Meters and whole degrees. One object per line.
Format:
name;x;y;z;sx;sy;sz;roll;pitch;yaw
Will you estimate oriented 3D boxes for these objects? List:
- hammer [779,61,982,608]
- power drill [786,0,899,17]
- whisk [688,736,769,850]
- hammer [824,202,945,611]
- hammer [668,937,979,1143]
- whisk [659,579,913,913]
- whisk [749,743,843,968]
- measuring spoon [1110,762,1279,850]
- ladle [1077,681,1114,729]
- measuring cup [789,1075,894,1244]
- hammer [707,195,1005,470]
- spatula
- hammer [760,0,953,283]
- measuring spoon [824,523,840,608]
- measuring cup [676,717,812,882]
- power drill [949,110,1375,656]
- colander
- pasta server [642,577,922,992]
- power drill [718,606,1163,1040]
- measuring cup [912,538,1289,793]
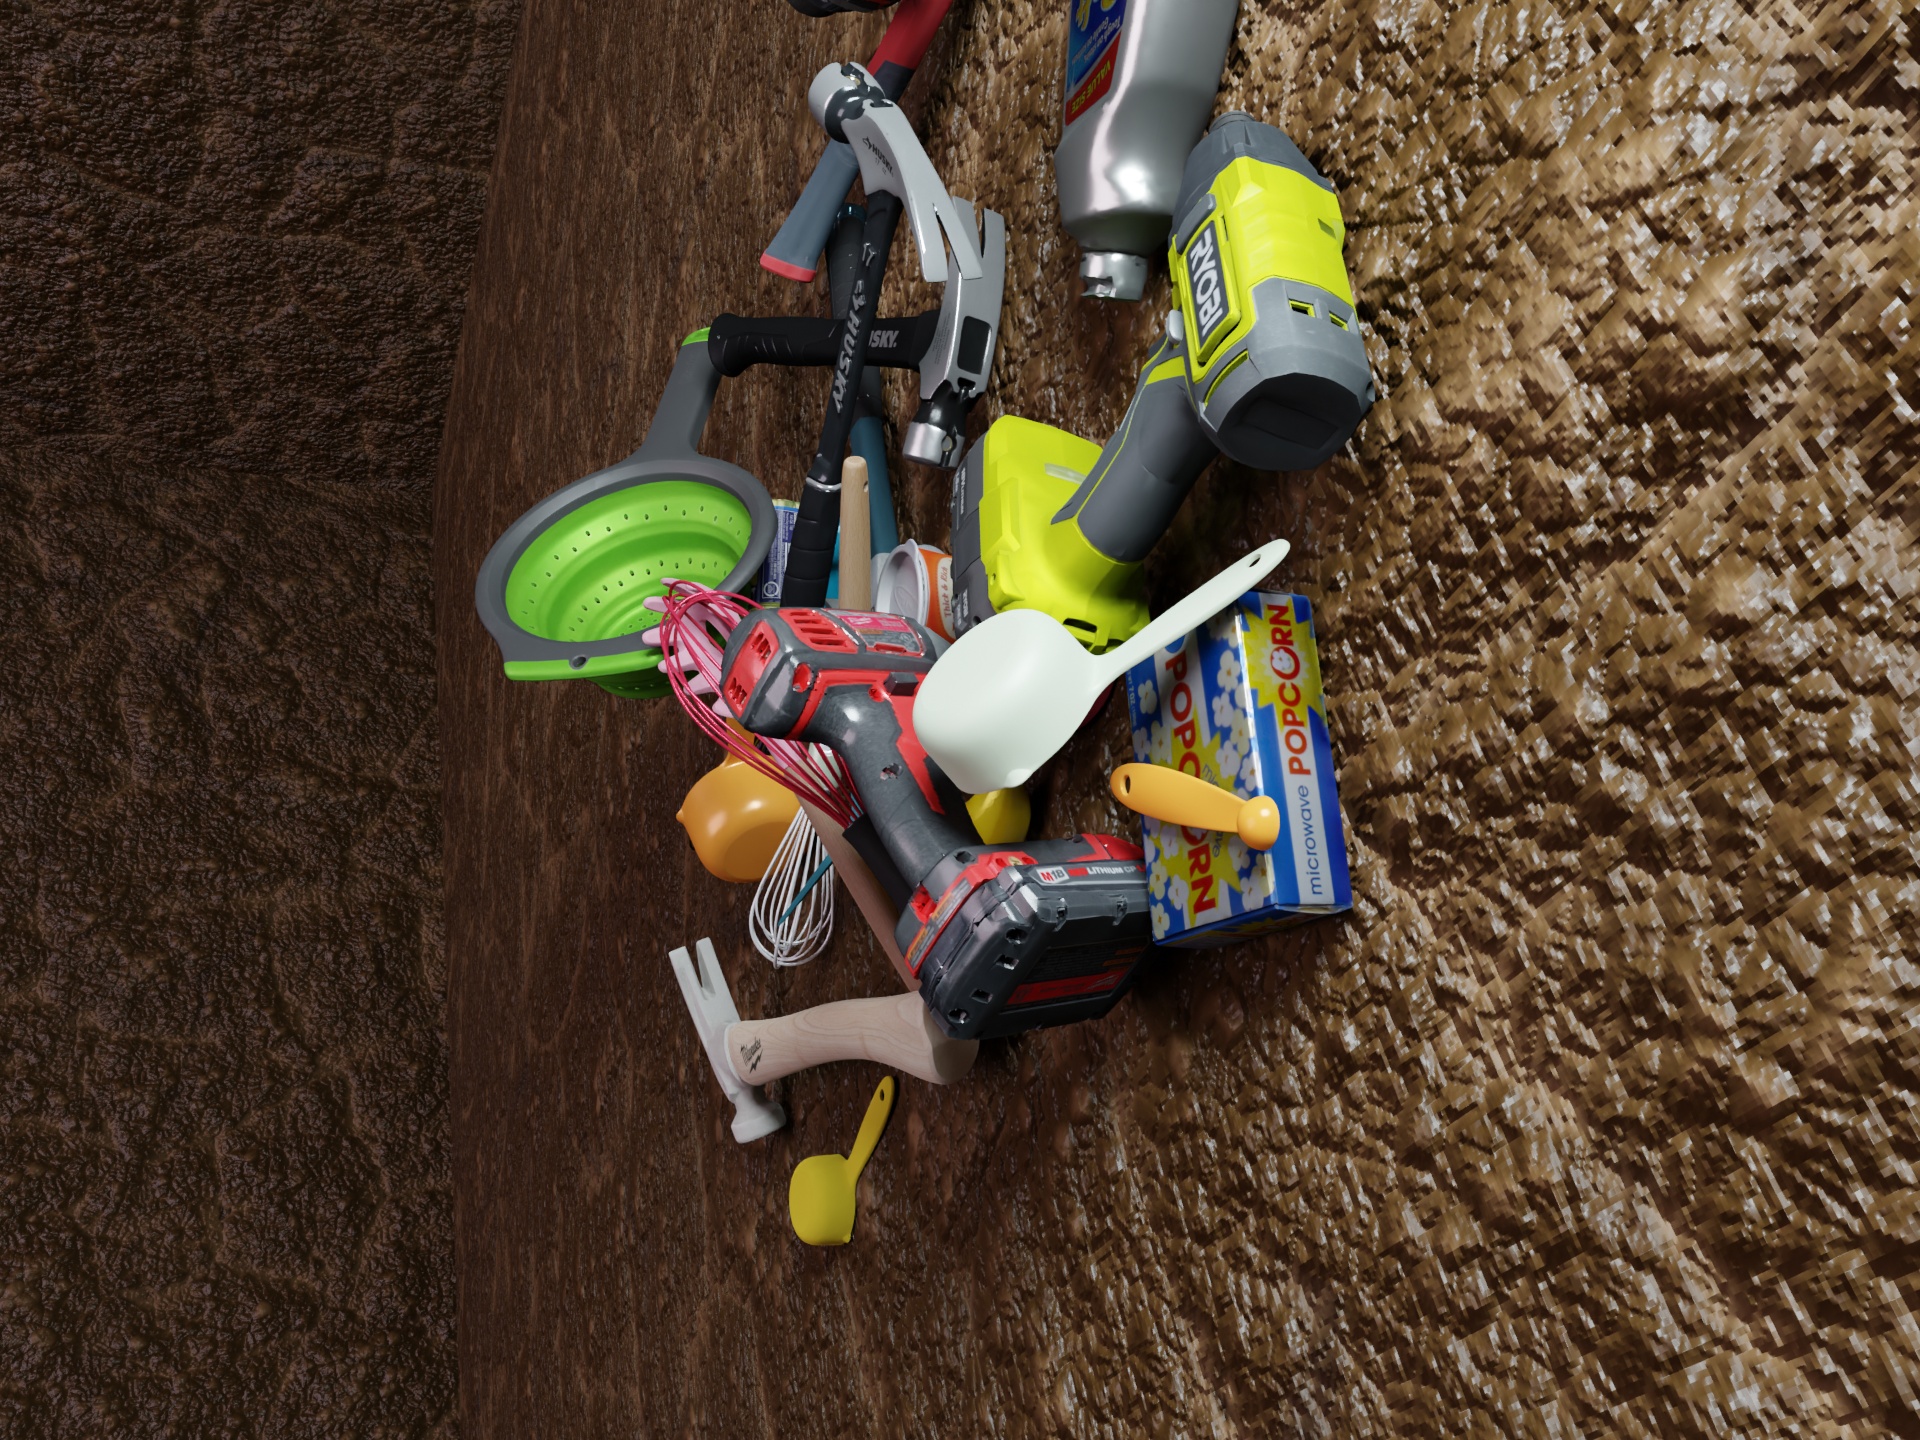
hammer;-0.072;-0.149;0.914;0.149;0.036;0.408;59;148;33
power drill;-0.042;-0.508;0.879;0.188;0.080;0.226;24;106;62
whisk;-0.154;0.025;1.192;0.244;0.047;0.051;-59;35;40
hammer;-0.062;-0.201;1.031;0.128;0.033;0.331;136;132;-54
hammer;-0.093;0.186;0.975;0.410;0.038;0.146;-30;81;62
whisk;-0.065;0.039;0.845;0.296;0.073;0.073;51;142;10
whisk;-0.095;0.050;1.057;0.059;0.058;0.246;-55;-22;-79
measuring spoon;0.085;0.031;0.610;0.117;0.011;0.021;-165;79;-65
ladle;-0.001;-0.003;0.883;0.315;0.031;0.069;152;114;-64
measuring cup;-0.076;0.274;1.001;0.062;0.029;0.156;-113;35;-44
hammer;-0.079;-0.243;0.998;0.335;0.035;0.146;21;99;56
spatula;-0.072;-0.011;0.933;0.082;0.044;0.317;-49;-30;-49
hammer;-0.033;-0.419;0.950;0.386;0.038;0.143;-48;44;46
measuring spoon;-0.094;-0.081;1.083;0.042;0.021;0.128;14;105;35
measuring cup;-0.140;0.045;1.076;0.173;0.095;0.052;99;150;-48
power drill;0.078;-0.129;0.664;0.223;0.080;0.171;-50;33;47
colander;-0.204;-0.140;1.128;0.397;0.204;0.094;-82;-17;-44
pasta server;-0.087;0.050;0.904;0.060;0.040;0.316;-43;72;36
power drill;-0.003;0.032;0.719;0.220;0.143;0.078;52;123;33
measuring cup;0.048;-0.033;0.616;0.167;0.038;0.083;-34;26;27
